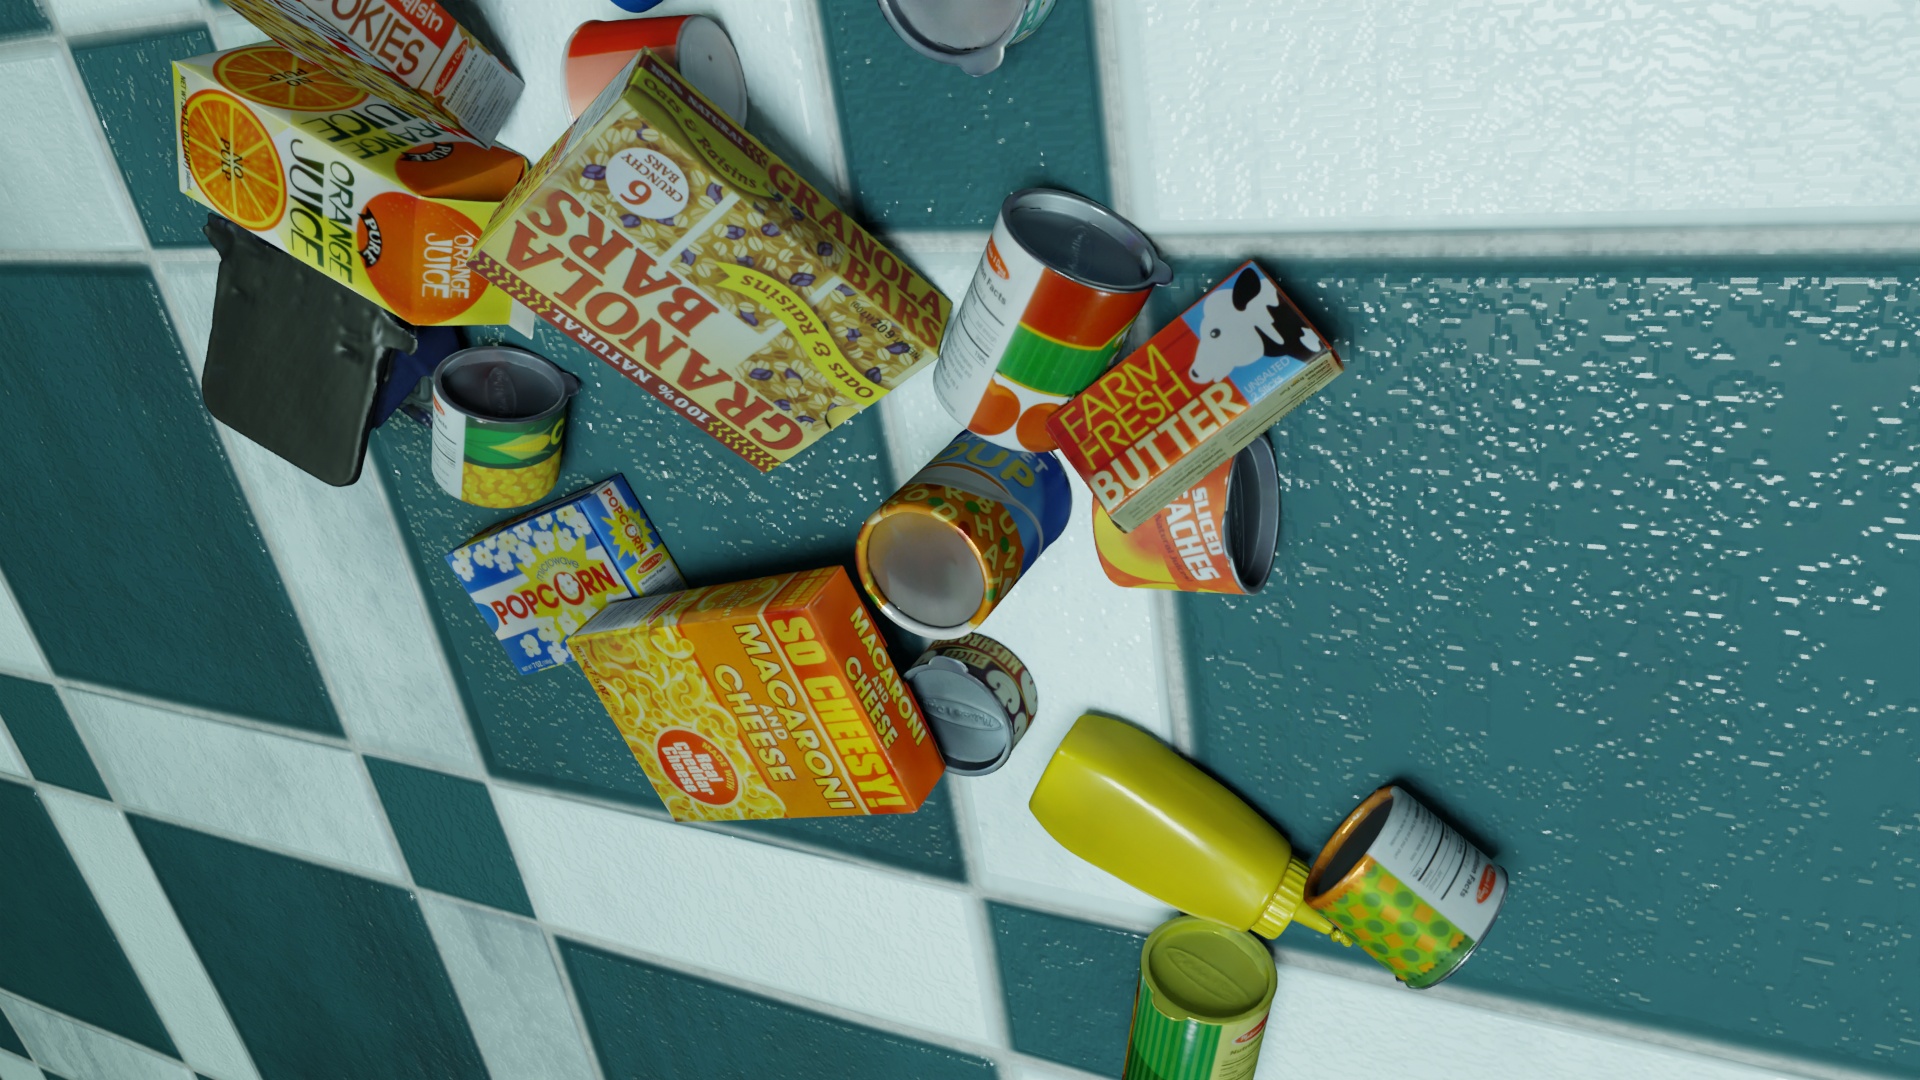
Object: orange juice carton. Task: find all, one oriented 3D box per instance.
[{"bbox_3d":[-0.282,-0.169,0.678,0.193,0.073,0.071,29,128,11],"label":"orange juice carton"}]

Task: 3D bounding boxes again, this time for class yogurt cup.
[{"bbox_3d":[-0.127,-0.189,0.585,0.054,0.073,0.072,-3,116,22],"label":"yogurt cup"}]

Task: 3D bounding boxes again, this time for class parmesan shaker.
[{"bbox_3d":[0.116,0.251,0.701,0.071,0.072,0.102,17,125,20],"label":"parmesan shaker"}]

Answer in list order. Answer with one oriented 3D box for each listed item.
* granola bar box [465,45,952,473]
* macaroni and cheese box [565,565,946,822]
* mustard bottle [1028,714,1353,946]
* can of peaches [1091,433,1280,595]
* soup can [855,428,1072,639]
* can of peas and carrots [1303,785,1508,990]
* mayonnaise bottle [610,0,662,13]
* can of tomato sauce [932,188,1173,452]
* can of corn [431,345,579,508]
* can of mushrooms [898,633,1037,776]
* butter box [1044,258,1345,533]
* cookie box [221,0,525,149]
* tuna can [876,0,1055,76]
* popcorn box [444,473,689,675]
[{"bbox_3d":[-0.106,-0.109,0.592,0.165,0.039,0.124,36,134,-28],"label":"granola bar box"},{"bbox_3d":[-0.104,0.081,0.700,0.166,0.040,0.123,-10,116,34],"label":"macaroni and cheese box"},{"bbox_3d":[0.112,0.145,0.655,0.160,0.049,0.065,31,129,10],"label":"mustard bottle"},{"bbox_3d":[0.091,-0.012,0.560,0.058,0.071,0.071,2,119,30],"label":"can of peaches"},{"bbox_3d":[0.002,-0.008,0.605,0.071,0.084,0.071,14,123,23],"label":"soup can"},{"bbox_3d":[0.190,0.151,0.603,0.059,0.071,0.070,39,129,5],"label":"can of peas and carrots"},{"bbox_3d":[-0.085,-0.252,0.538,0.148,0.041,0.064,-14,99,36],"label":"mayonnaise bottle"},{"bbox_3d":[0.034,-0.086,0.553,0.071,0.071,0.082,33,129,9],"label":"can of tomato sauce"},{"bbox_3d":[-0.238,-0.059,0.726,0.071,0.071,0.058,29,129,12],"label":"can of corn"},{"bbox_3d":[0.003,0.079,0.689,0.071,0.034,0.070,15,124,23],"label":"can of mushrooms"},{"bbox_3d":[0.086,-0.054,0.525,0.103,0.024,0.053,-38,58,12],"label":"butter box"},{"bbox_3d":[-0.280,-0.239,0.587,0.123,0.167,0.040,28,88,13],"label":"cookie box"},{"bbox_3d":[0.004,-0.211,0.516,0.071,0.033,0.070,14,123,22],"label":"tuna can"},{"bbox_3d":[-0.219,0.021,0.778,0.126,0.038,0.085,-17,109,35],"label":"popcorn box"}]
